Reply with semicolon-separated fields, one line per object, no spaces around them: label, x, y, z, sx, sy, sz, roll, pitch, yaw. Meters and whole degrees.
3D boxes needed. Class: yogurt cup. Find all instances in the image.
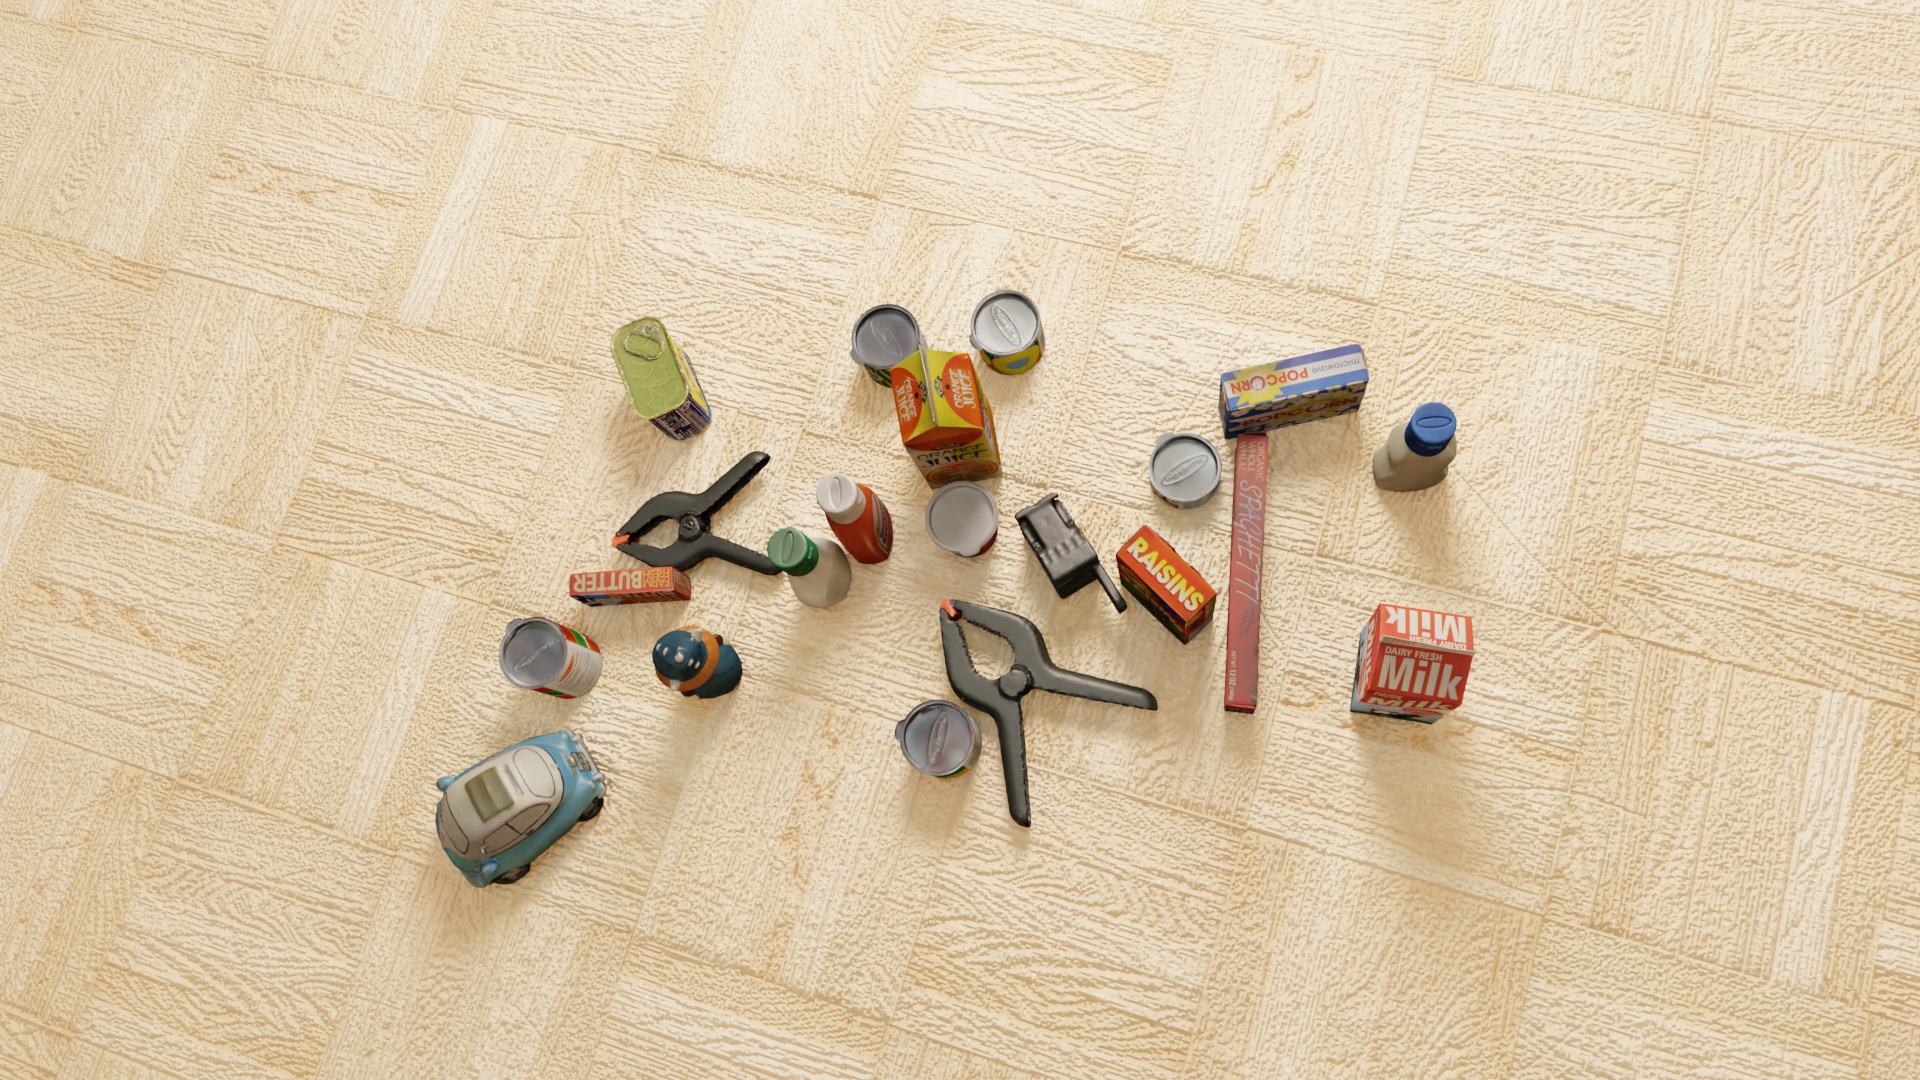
yogurt cup;0.005;-0.016;1.284;0.072;0.054;0.072;-2;76;8

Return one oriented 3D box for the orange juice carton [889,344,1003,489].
orange juice carton;-0.013;-0.109;1.238;0.073;0.192;0.072;-11;75;6

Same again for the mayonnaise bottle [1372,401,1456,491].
mayonnaise bottle;0.394;-0.079;1.191;0.065;0.148;0.041;-4;76;8

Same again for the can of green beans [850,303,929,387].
can of green beans;-0.066;-0.186;1.335;0.071;0.057;0.071;-2;76;8

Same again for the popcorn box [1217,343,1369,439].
popcorn box;0.298;-0.133;1.252;0.127;0.085;0.038;-12;75;6

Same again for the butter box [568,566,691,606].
butter box;-0.312;0.044;1.318;0.103;0.053;0.024;-4;76;8

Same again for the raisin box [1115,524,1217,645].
raisin box;0.179;0.040;1.207;0.040;0.123;0.086;-43;74;-3

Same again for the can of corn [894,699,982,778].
can of corn;-0.019;0.177;1.237;0.071;0.058;0.071;-2;76;8

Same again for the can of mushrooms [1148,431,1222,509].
can of mushrooms;0.205;-0.065;1.276;0.071;0.033;0.071;-2;76;8

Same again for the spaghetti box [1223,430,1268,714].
spaghetti box;0.254;0.027;1.236;0.029;0.050;0.250;3;77;10

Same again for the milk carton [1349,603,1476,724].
milk carton;0.366;0.099;1.128;0.072;0.190;0.073;9;78;11

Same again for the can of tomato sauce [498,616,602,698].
can of tomato sauce;-0.383;0.110;1.297;0.071;0.083;0.071;-2;76;8

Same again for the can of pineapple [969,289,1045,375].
can of pineapple;0.044;-0.197;1.321;0.071;0.057;0.071;-2;76;8

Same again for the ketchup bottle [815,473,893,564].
ketchup bottle;-0.096;-0.023;1.252;0.043;0.148;0.065;-7;76;7

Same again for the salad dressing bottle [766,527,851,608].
salad dressing bottle;-0.136;0.022;1.247;0.044;0.147;0.064;9;78;11
